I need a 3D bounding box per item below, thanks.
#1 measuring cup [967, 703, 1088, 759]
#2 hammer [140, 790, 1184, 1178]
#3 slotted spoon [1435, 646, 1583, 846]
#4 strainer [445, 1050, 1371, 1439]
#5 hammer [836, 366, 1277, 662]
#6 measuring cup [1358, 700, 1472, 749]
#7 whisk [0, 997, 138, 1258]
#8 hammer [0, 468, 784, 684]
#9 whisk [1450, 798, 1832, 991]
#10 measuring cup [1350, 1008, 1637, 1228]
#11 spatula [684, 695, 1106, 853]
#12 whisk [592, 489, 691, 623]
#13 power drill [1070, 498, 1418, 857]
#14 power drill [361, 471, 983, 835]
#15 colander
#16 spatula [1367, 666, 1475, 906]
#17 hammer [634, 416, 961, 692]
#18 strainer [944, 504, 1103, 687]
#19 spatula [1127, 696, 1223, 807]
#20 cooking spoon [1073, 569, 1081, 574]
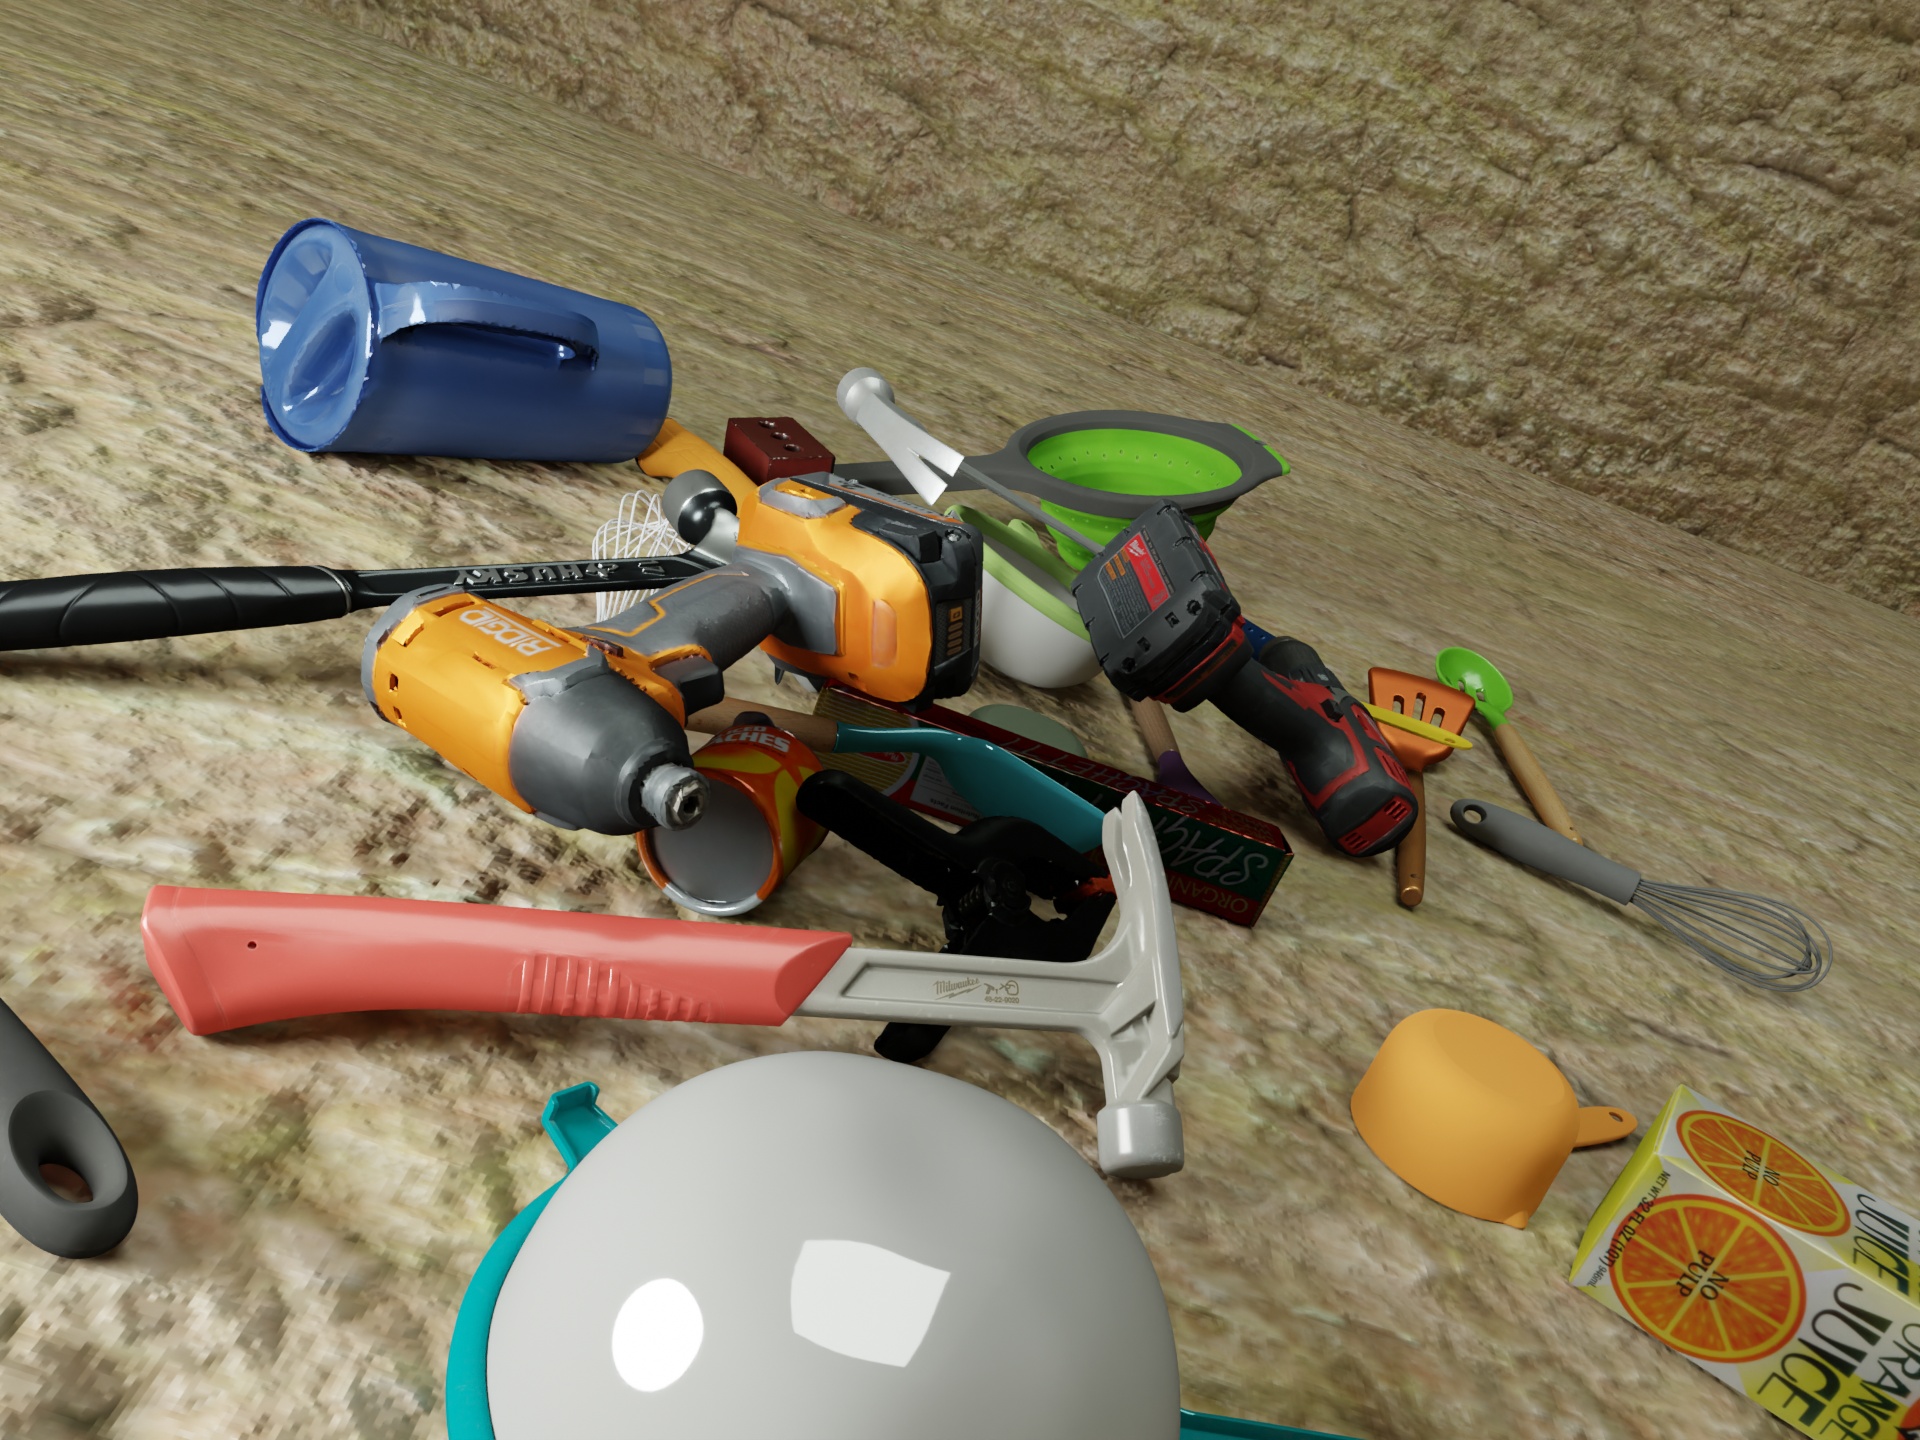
[{"bbox_3d":[-0.001,-0.003,0.874,0.168,0.038,0.083,34,26,24],"label":"measuring cup"},{"bbox_3d":[-0.086,0.079,0.559,0.359,0.036,0.149,8,61,-20],"label":"hammer"},{"bbox_3d":[0.419,0.019,1.212,0.070,0.031,0.314,19,25,-6],"label":"slotted spoon"},{"bbox_3d":[0.037,0.173,0.444,0.340,0.095,0.211,15,23,-12],"label":"strainer"},{"bbox_3d":[0.100,-0.106,1.061,0.405,0.035,0.144,26,17,-32],"label":"hammer"},{"bbox_3d":[0.267,0.003,1.076,0.157,0.029,0.062,21,26,28],"label":"measuring cup"},{"bbox_3d":[-0.324,0.048,0.464,0.296,0.073,0.073,39,28,23],"label":"whisk"},{"bbox_3d":[-0.259,-0.054,0.701,0.408,0.036,0.149,-8,43,-35],"label":"hammer"},{"bbox_3d":[0.425,0.103,1.006,0.239,0.055,0.055,25,23,18],"label":"whisk"},{"bbox_3d":[0.253,0.166,0.702,0.173,0.052,0.095,3,28,-32],"label":"measuring cup"},{"bbox_3d":[-0.083,0.013,0.716,0.317,0.044,0.082,11,-19,-20],"label":"spatula"},{"bbox_3d":[-0.173,-0.049,0.813,0.070,0.070,0.285,17,27,-10],"label":"whisk"},{"bbox_3d":[0.172,-0.033,0.956,0.226,0.080,0.188,36,23,-30],"label":"power drill"},{"bbox_3d":[-0.092,-0.025,0.626,0.164,0.084,0.226,25,36,37],"label":"power drill"},{"bbox_3d":[0.057,-0.164,1.251,0.397,0.094,0.205,-6,31,-16],"label":"colander"},{"bbox_3d":[0.298,0.039,1.042,0.081,0.041,0.323,18,23,9],"label":"spatula"},{"bbox_3d":[-0.122,-0.132,0.998,0.337,0.127,0.034,40,-12,48],"label":"hammer"},{"bbox_3d":[0.035,-0.083,1.052,0.151,0.069,0.256,33,13,-11],"label":"strainer"},{"bbox_3d":[0.126,0.013,0.979,0.059,0.018,0.316,16,24,-14],"label":"spatula"},{"bbox_3d":[0.021,-0.112,1.167,0.318,0.017,0.069,6,17,-32],"label":"cooking spoon"}]
